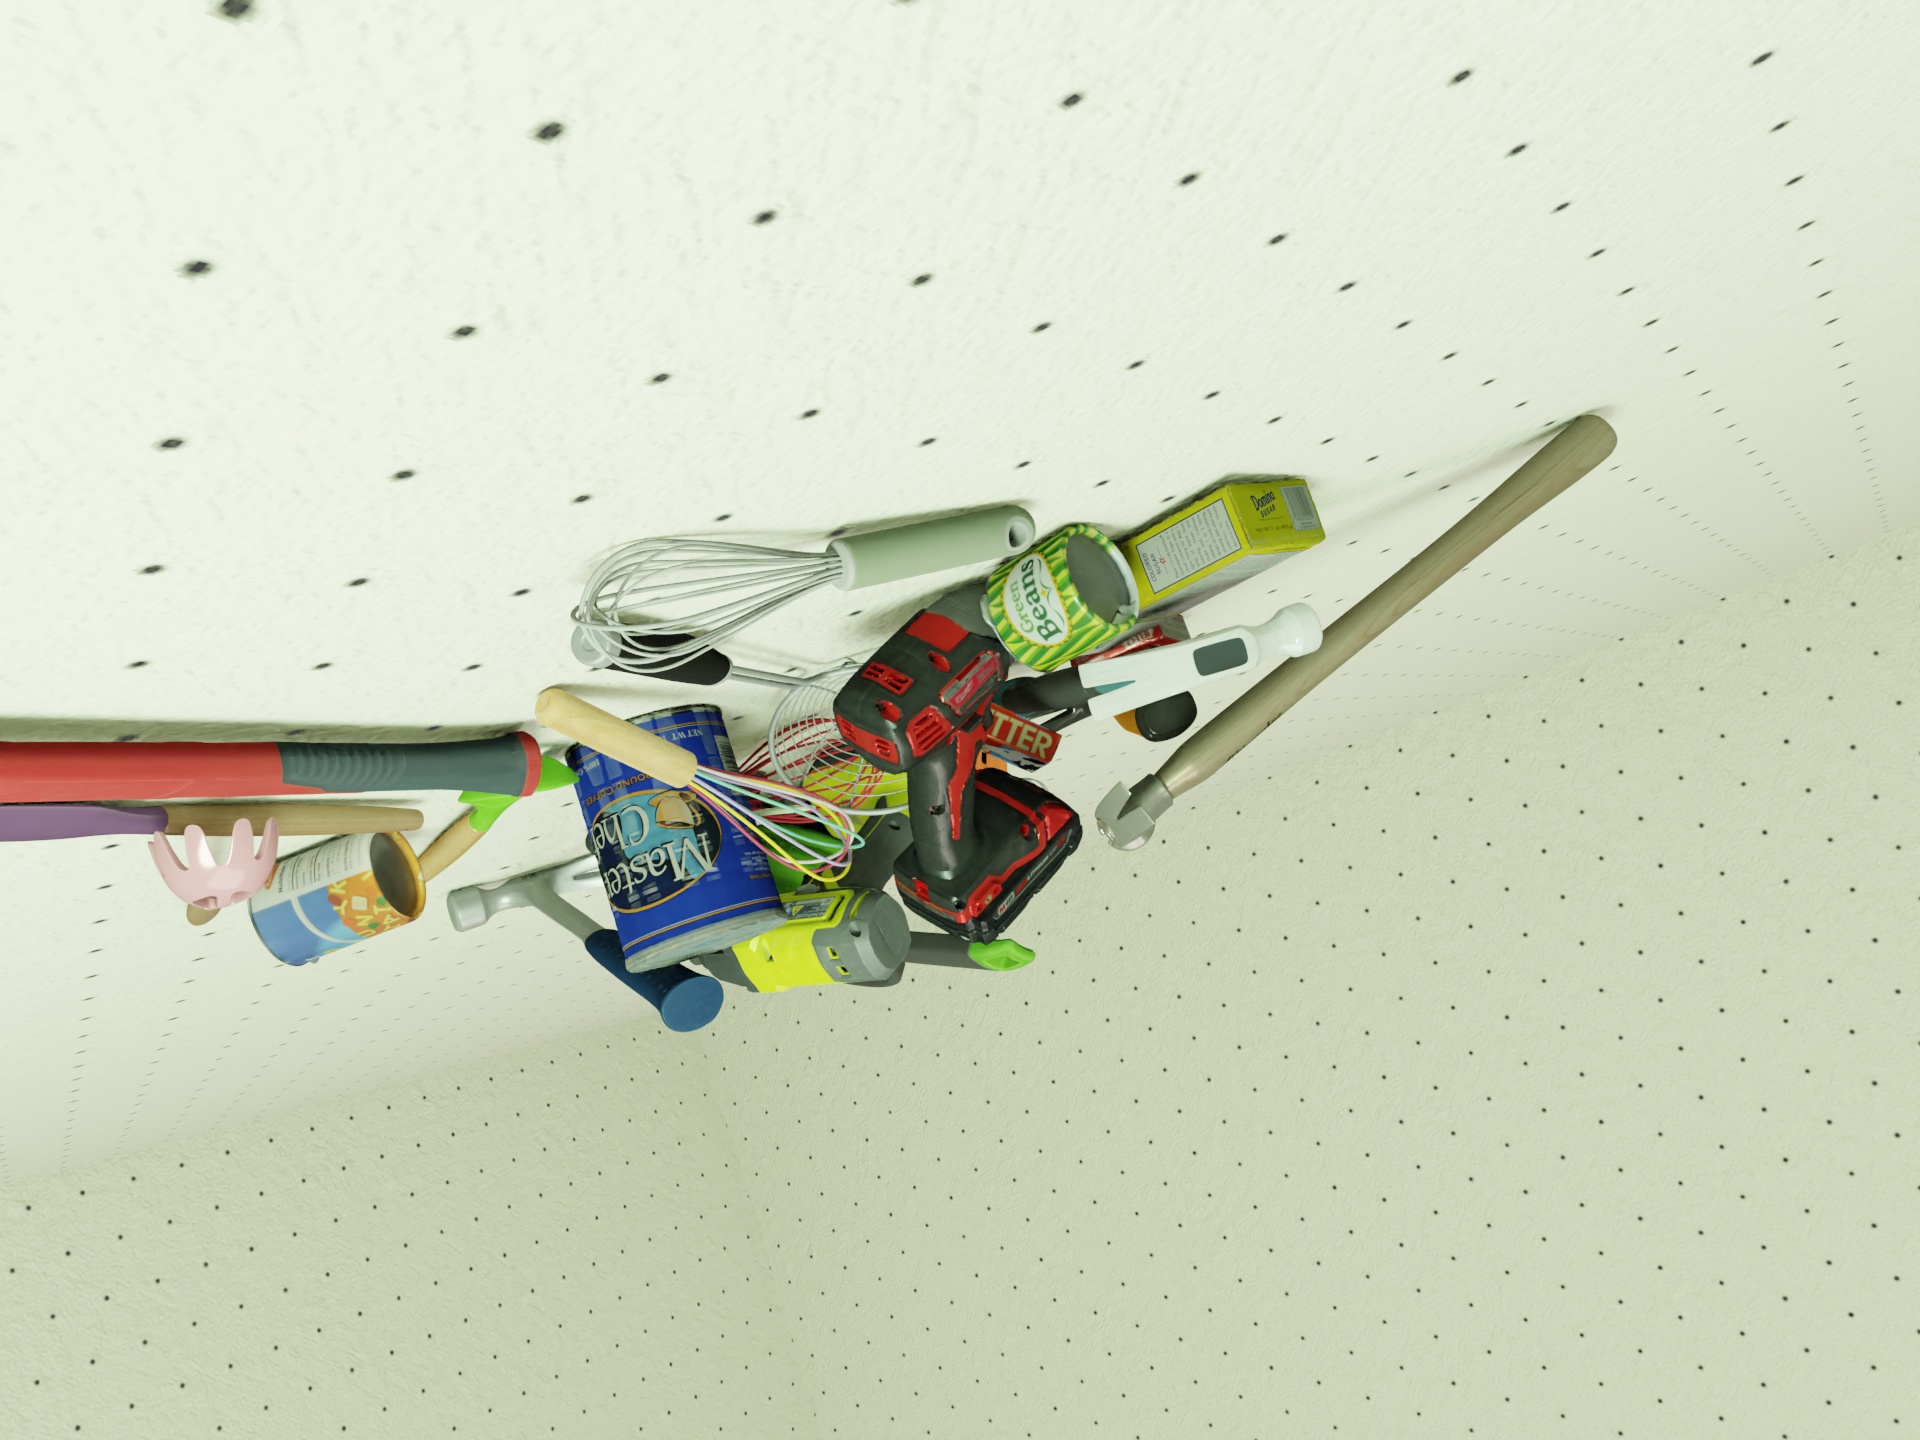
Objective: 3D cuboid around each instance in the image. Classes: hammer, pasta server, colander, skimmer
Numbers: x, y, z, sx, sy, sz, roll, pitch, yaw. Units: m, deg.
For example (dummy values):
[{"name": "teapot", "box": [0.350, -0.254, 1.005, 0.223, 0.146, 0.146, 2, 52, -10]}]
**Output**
[{"name": "hammer", "box": [0.251, -0.059, 0.999, 0.410, 0.038, 0.146, -39, 171, -3]}, {"name": "hammer", "box": [0.094, -0.026, 1.034, 0.128, 0.033, 0.331, -18, -178, -19]}, {"name": "hammer", "box": [-0.262, 0.157, 1.171, 0.144, 0.035, 0.406, -17, -166, -28]}, {"name": "pasta server", "box": [-0.430, 0.095, 0.908, 0.060, 0.040, 0.316, -7, 174, -29]}, {"name": "colander", "box": [-0.080, 0.141, 1.262, 0.204, 0.094, 0.397, 32, 156, -36]}, {"name": "hammer", "box": [-0.343, 0.028, 0.732, 0.143, 0.038, 0.386, -22, 170, 23]}, {"name": "hammer", "box": [0.119, -0.009, 1.186, 0.127, 0.034, 0.337, -21, -176, 0]}, {"name": "skimmer", "box": [-0.101, 0.003, 0.897, 0.127, 0.090, 0.363, -23, 169, 16]}]

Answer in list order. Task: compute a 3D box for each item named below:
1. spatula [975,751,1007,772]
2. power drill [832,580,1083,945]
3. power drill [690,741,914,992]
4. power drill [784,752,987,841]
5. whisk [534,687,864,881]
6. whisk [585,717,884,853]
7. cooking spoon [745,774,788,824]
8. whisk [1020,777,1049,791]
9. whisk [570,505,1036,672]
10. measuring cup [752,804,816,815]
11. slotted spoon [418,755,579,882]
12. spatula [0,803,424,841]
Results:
[{"name": "spatula", "box": [-0.002, -0.004, 1.178, 0.081, 0.041, 0.322, 24, 170, 9]}, {"name": "power drill", "box": [0.005, 0.020, 0.955, 0.143, 0.079, 0.219, -46, 144, -27]}, {"name": "power drill", "box": [-0.090, 0.104, 1.152, 0.171, 0.080, 0.223, -10, -150, 31]}, {"name": "power drill", "box": [-0.056, 0.085, 1.451, 0.226, 0.080, 0.187, -9, 153, -35]}, {"name": "whisk", "box": [-0.141, 0.039, 0.911, 0.051, 0.047, 0.244, 9, 164, 44]}, {"name": "whisk", "box": [-0.173, 0.059, 1.172, 0.296, 0.073, 0.073, -18, 172, 32]}, {"name": "cooking spoon", "box": [-0.174, 0.078, 1.370, 0.069, 0.017, 0.318, -22, 170, 1]}, {"name": "whisk", "box": [-0.012, 0.065, 1.360, 0.284, 0.070, 0.070, 16, 148, -42]}, {"name": "whisk", "box": [-0.063, -0.070, 0.733, 0.246, 0.057, 0.059, -16, -156, -34]}, {"name": "measuring cup", "box": [-0.157, 0.048, 1.070, 0.167, 0.038, 0.083, -6, 178, 42]}, {"name": "slotted spoon", "box": [-0.324, 0.072, 1.041, 0.070, 0.031, 0.314, -12, 169, -35]}, {"name": "spatula", "box": [-0.395, 0.052, 0.823, 0.060, 0.018, 0.315, -18, 170, 22]}]
